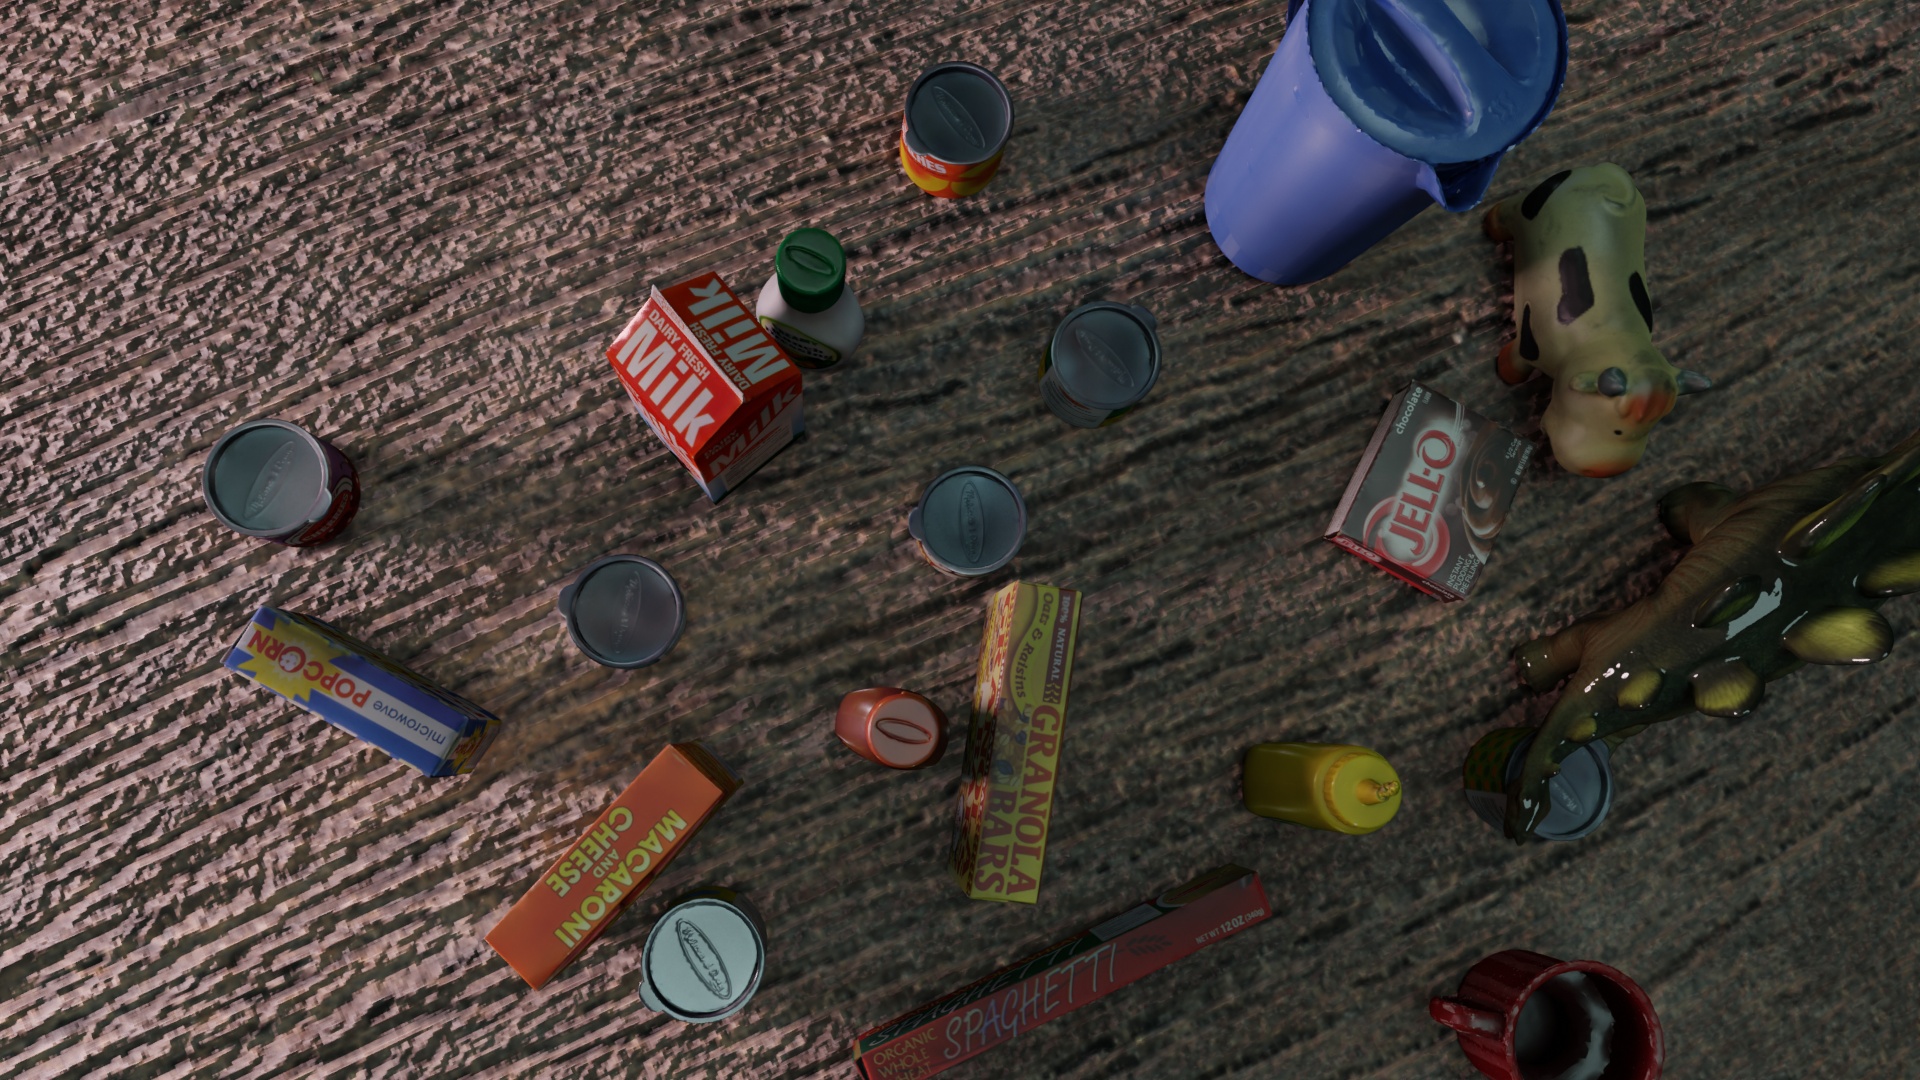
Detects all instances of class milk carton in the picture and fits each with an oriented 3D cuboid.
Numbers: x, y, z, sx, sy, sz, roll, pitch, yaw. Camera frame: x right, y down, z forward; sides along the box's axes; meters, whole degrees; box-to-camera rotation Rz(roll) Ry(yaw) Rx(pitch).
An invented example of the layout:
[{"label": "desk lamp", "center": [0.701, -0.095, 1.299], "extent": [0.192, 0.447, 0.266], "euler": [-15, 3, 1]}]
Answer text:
[{"label": "milk carton", "center": [-0.134, -0.082, 0.751], "extent": [0.073, 0.190, 0.072], "euler": [-40, 88, -9]}]

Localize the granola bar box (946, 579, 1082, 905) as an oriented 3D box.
[{"label": "granola bar box", "center": [0.029, 0.111, 0.775], "extent": [0.039, 0.124, 0.165], "euler": [10, 81, -5]}]

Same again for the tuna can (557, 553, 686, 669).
[{"label": "tuna can", "center": [-0.196, 0.042, 0.807], "extent": [0.071, 0.033, 0.071], "euler": [1, 82, -6]}]

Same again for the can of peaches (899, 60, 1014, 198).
[{"label": "can of peaches", "center": [-0.005, -0.250, 0.856], "extent": [0.071, 0.058, 0.071], "euler": [1, 82, -6]}]

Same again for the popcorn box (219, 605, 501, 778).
[{"label": "popcorn box", "center": [-0.323, 0.084, 0.761], "extent": [0.127, 0.085, 0.038], "euler": [29, 81, -2]}]

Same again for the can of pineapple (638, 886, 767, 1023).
[{"label": "can of pineapple", "center": [-0.143, 0.229, 0.773], "extent": [0.071, 0.058, 0.071], "euler": [1, 82, -6]}]

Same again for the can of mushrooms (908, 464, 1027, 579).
[{"label": "can of mushrooms", "center": [0.003, -0.010, 0.835], "extent": [0.071, 0.033, 0.071], "euler": [1, 82, -6]}]

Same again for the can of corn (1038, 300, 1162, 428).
[{"label": "can of corn", "center": [0.085, -0.107, 0.845], "extent": [0.071, 0.058, 0.071], "euler": [1, 82, -6]}]

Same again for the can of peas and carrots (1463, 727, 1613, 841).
[{"label": "can of peas and carrots", "center": [0.349, 0.144, 0.838], "extent": [0.071, 0.058, 0.071], "euler": [1, 82, -6]}]

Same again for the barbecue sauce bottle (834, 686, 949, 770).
[{"label": "barbecue sauce bottle", "center": [-0.035, 0.103, 0.757], "extent": [0.065, 0.148, 0.044], "euler": [17, 81, -4]}]

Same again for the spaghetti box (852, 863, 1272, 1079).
[{"label": "spaghetti box", "center": [0.058, 0.250, 0.796], "extent": [0.250, 0.050, 0.028], "euler": [-22, 85, -9]}]

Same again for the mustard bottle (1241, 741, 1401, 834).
[{"label": "mustard bottle", "center": [0.205, 0.137, 0.772], "extent": [0.065, 0.160, 0.049], "euler": [5, 82, -5]}]

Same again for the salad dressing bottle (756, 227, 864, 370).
[{"label": "salad dressing bottle", "center": [-0.085, -0.135, 0.786], "extent": [0.064, 0.147, 0.044], "euler": [26, 81, -2]}]

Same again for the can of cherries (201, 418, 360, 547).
[{"label": "can of cherries", "center": [-0.379, -0.029, 0.784], "extent": [0.071, 0.058, 0.071], "euler": [1, 82, -6]}]

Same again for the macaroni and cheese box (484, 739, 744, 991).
[{"label": "macaroni and cheese box", "center": [-0.172, 0.162, 0.725], "extent": [0.040, 0.166, 0.124], "euler": [43, 80, 1]}]
